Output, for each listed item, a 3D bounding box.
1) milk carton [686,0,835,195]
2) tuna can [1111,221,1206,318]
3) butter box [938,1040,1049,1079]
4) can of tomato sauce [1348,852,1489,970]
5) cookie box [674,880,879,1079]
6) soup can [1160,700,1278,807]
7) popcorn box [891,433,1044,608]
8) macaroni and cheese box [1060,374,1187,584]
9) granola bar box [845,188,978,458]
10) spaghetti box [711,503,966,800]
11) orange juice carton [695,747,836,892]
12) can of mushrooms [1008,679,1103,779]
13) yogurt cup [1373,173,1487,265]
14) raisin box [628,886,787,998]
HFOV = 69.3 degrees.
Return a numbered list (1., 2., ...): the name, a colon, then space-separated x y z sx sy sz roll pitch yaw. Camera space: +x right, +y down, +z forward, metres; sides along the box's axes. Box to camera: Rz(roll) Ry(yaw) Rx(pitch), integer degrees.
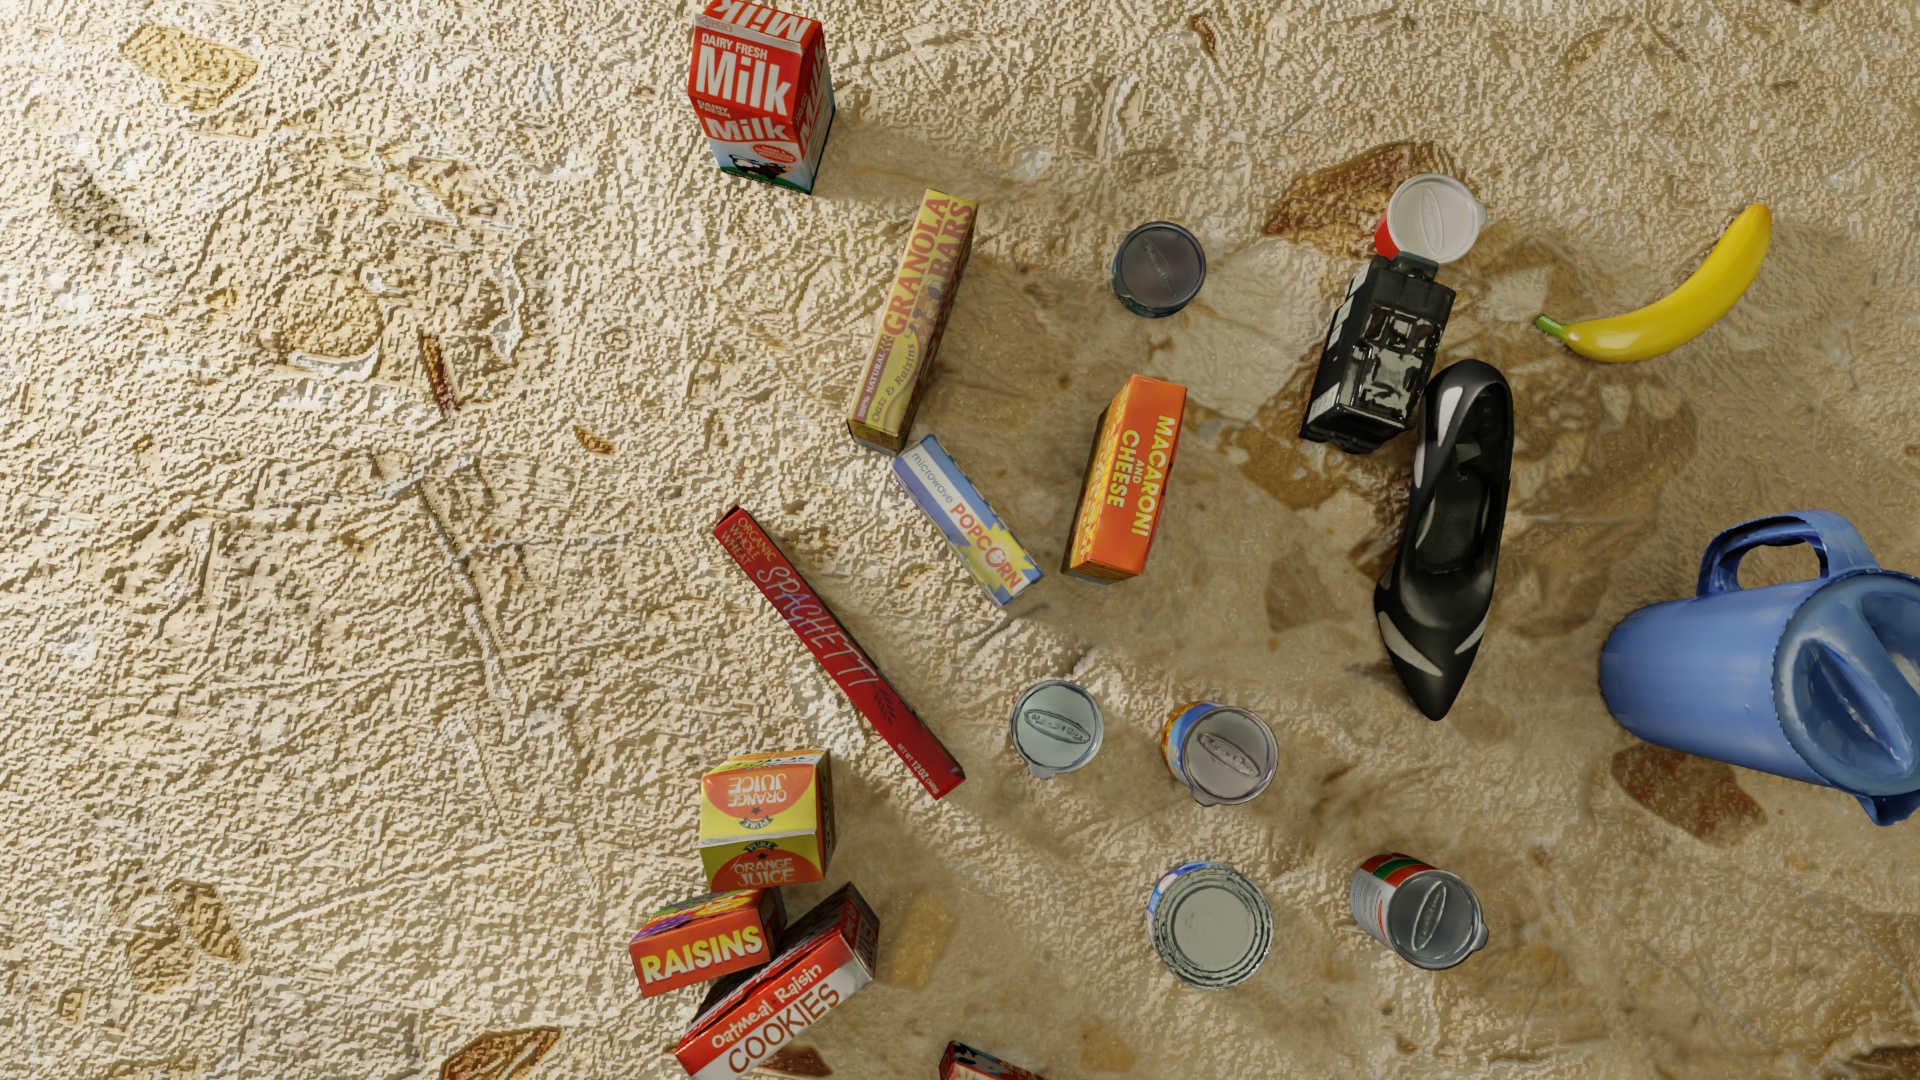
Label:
1. milk carton: -0.133 -0.305 0.941 0.072 0.190 0.073 15 86 -1
2. tuna can: 0.143 -0.197 1.022 0.071 0.033 0.071 0 86 -2
3. butter box: 0.037 0.383 0.962 0.103 0.053 0.024 23 86 0
4. can of tomato sauce: 0.317 0.256 0.968 0.071 0.083 0.071 0 86 -2
5. cookie box: -0.114 0.287 0.906 0.123 0.167 0.040 -36 88 -4
6. soup can: 0.177 0.149 0.971 0.071 0.083 0.071 0 86 -2
7. popcorn box: 0.003 -0.012 0.976 0.038 0.085 0.126 -38 88 -4
8. macaroni and cheese box: 0.109 -0.036 0.941 0.040 0.166 0.124 14 86 -1
9. granola bar box: -0.034 -0.146 0.965 0.039 0.124 0.165 19 85 -1
10. spaghetti box: -0.086 0.078 0.983 0.029 0.050 0.250 -40 88 -4
11. orange juice carton: -0.123 0.180 0.902 0.072 0.192 0.073 -5 86 -2
12. can of mushrooms: 0.067 0.135 0.993 0.071 0.033 0.071 0 86 -2
13. yogurt cup: 0.340 -0.229 1.022 0.072 0.054 0.072 0 86 -2
14. raisin box: -0.165 0.261 0.929 0.086 0.123 0.040 -15 87 -3
